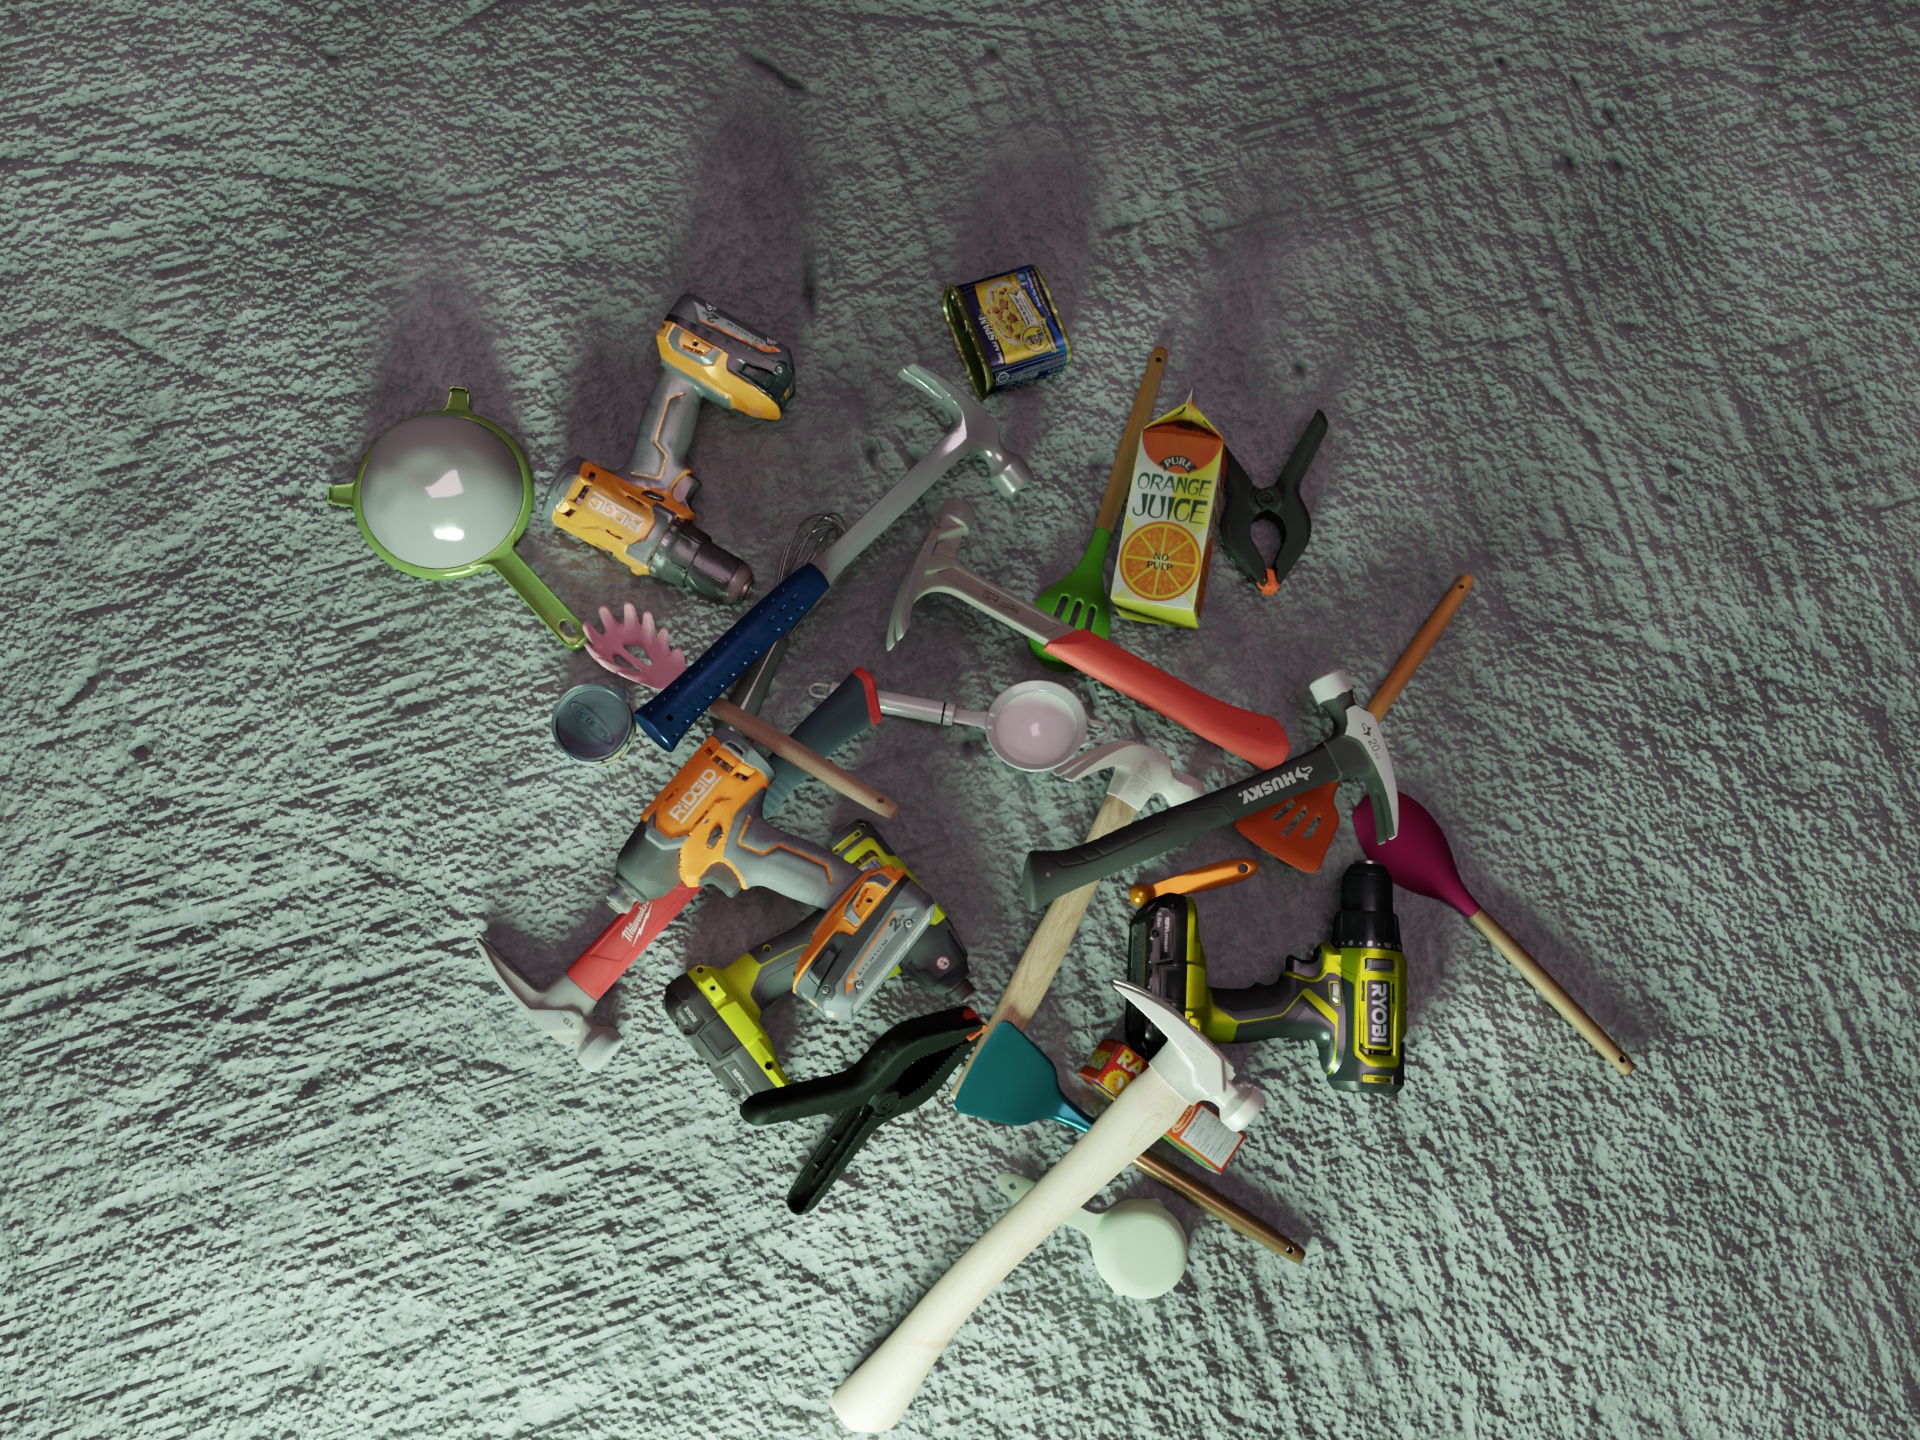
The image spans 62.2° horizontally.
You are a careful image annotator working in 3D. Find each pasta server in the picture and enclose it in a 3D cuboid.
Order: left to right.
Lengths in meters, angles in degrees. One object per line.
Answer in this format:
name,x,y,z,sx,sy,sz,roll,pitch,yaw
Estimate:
pasta server,-0.179,-0.005,1.287,0.316,0.040,0.060,30,62,22

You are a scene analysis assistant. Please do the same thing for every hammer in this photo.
hammer,-0.216,0.094,1.299,0.143,0.038,0.386,42,83,5
hammer,-0.113,-0.131,1.309,0.405,0.035,0.144,-46,105,-21
hammer,0.041,0.386,1.228,0.146,0.038,0.410,43,94,3
hammer,0.080,0.167,1.310,0.130,0.031,0.331,32,83,-29
hammer,0.115,-0.043,1.323,0.359,0.036,0.149,28,58,-12
hammer,0.202,0.080,1.290,0.334,0.035,0.146,-21,78,-15

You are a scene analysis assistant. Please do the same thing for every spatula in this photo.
spatula,0.145,0.357,1.291,0.317,0.044,0.082,31,81,0
spatula,0.357,-0.006,1.377,0.081,0.041,0.322,32,76,22

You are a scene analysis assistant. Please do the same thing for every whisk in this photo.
whisk,-0.156,-0.069,1.343,0.055,0.055,0.239,25,82,0

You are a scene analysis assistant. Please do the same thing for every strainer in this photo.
strainer,-0.403,-0.160,1.325,0.151,0.069,0.256,-42,84,-11
strainer,-0.002,-0.004,1.348,0.258,0.050,0.087,11,63,3

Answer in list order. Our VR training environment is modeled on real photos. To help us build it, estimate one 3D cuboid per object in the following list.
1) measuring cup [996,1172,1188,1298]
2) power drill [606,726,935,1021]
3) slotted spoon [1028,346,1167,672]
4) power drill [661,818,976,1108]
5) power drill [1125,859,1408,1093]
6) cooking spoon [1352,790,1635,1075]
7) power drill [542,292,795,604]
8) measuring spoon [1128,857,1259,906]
measuring cup,0.106,0.406,1.280,0.167,0.038,0.083,27,79,-2
power drill,-0.151,0.130,1.222,0.226,0.084,0.164,36,72,10
slotted spoon,0.131,-0.191,1.400,0.070,0.031,0.314,19,77,-2
power drill,-0.111,0.211,1.281,0.223,0.080,0.171,-38,84,-13
power drill,0.258,0.204,1.314,0.228,0.080,0.191,5,77,-6
cooking spoon,0.459,0.182,1.363,0.069,0.017,0.319,-43,85,-10
power drill,-0.220,-0.222,1.350,0.185,0.084,0.226,30,83,0
measuring spoon,0.200,0.136,1.352,0.117,0.011,0.021,-13,81,-7
